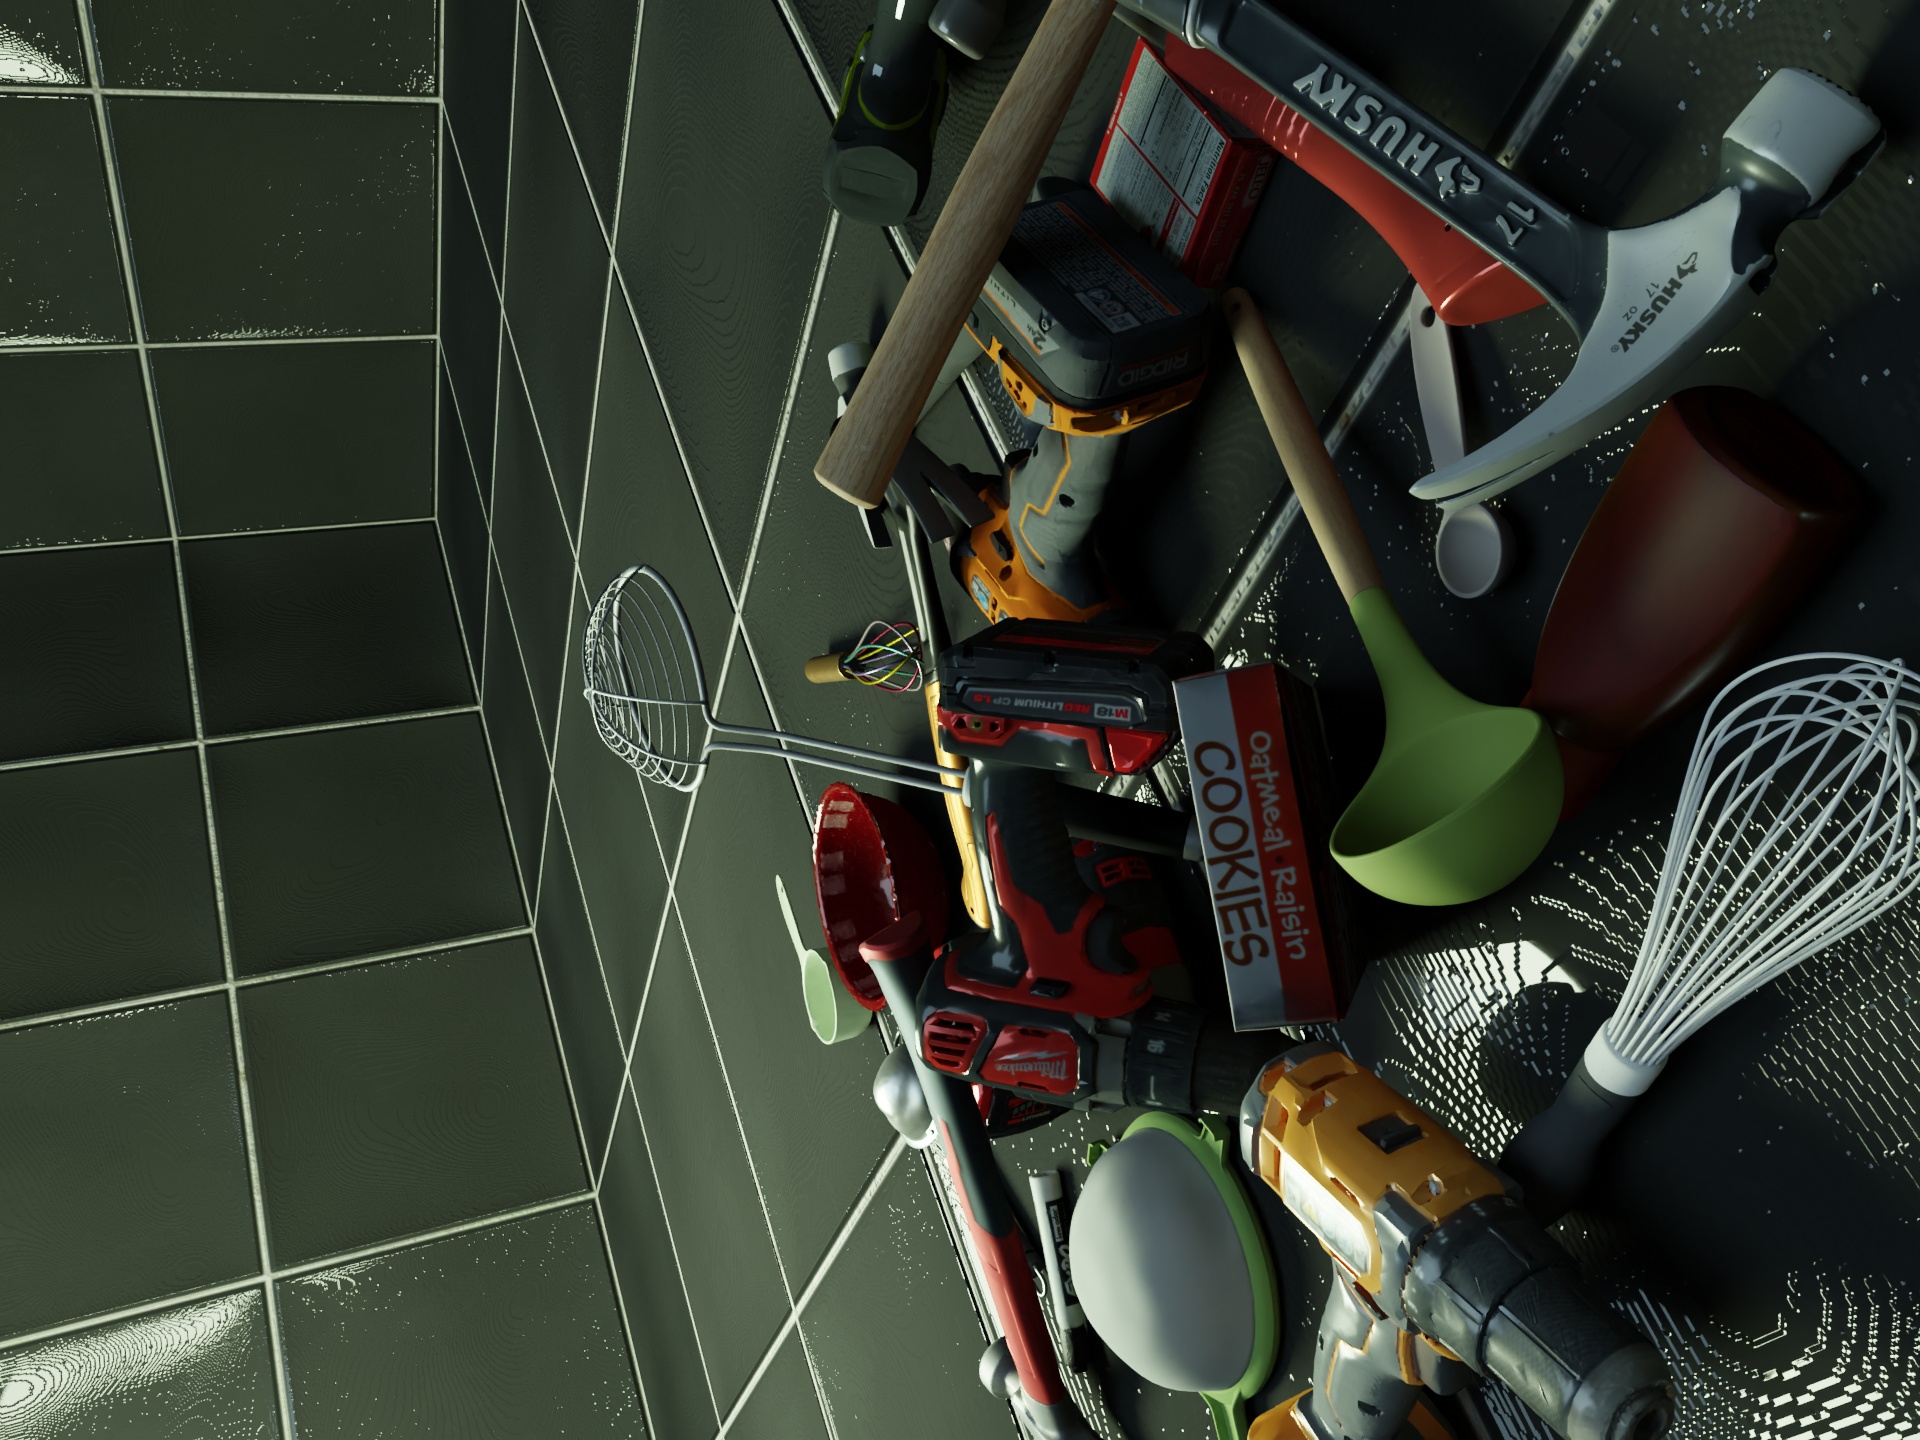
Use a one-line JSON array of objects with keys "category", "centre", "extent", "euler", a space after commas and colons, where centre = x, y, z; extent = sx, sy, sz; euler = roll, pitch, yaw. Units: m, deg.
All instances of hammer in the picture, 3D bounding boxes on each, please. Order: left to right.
[{"category": "hammer", "centre": [-0.004, -0.213, 0.935], "extent": [0.335, 0.035, 0.146], "euler": [151, 110, -64]}, {"category": "hammer", "centre": [-0.001, -0.003, 0.880], "extent": [0.127, 0.034, 0.336], "euler": [48, 157, 47]}, {"category": "hammer", "centre": [0.022, 0.274, 0.873], "extent": [0.143, 0.038, 0.386], "euler": [26, 139, 53]}, {"category": "hammer", "centre": [0.023, -0.242, 0.655], "extent": [0.130, 0.031, 0.331], "euler": [39, 107, 41]}, {"category": "hammer", "centre": [0.095, -0.235, 0.551], "extent": [0.149, 0.036, 0.409], "euler": [-53, 55, 22]}, {"category": "hammer", "centre": [0.112, -0.271, 0.626], "extent": [0.149, 0.036, 0.359], "euler": [-54, 49, 22]}]

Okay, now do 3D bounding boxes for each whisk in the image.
[{"category": "whisk", "centre": [-0.068, -0.043, 1.135], "extent": [0.245, 0.051, 0.047], "euler": [178, 105, -70]}, {"category": "whisk", "centre": [0.223, 0.087, 0.505], "extent": [0.284, 0.070, 0.070], "euler": [100, 151, -44]}]

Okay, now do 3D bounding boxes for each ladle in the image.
[{"category": "ladle", "centre": [0.136, -0.069, 0.585], "extent": [0.078, 0.062, 0.321], "euler": [-34, 45, 25]}]

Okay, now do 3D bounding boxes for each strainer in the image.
[{"category": "strainer", "centre": [-0.007, 0.299, 1.102], "extent": [0.259, 0.050, 0.086], "euler": [46, 124, 48]}, {"category": "strainer", "centre": [0.109, 0.335, 0.816], "extent": [0.151, 0.069, 0.256], "euler": [137, 123, -61]}]

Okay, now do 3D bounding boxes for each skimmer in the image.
[{"category": "skimmer", "centre": [-0.042, 0.006, 0.839], "extent": [0.090, 0.363, 0.127], "euler": [-56, -26, -56]}]

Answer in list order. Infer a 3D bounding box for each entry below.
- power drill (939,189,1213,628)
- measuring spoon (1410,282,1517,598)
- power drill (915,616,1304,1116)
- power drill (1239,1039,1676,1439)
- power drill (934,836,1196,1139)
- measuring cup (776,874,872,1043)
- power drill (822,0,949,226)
[{"category": "power drill", "centre": [0.038, -0.133, 0.772], "extent": [0.164, 0.084, 0.226], "euler": [53, 154, 33]}, {"category": "measuring spoon", "centre": [0.184, -0.105, 0.583], "extent": [0.034, 0.018, 0.124], "euler": [147, 119, -64]}, {"category": "power drill", "centre": [0.072, 0.075, 0.726], "extent": [0.188, 0.080, 0.226], "euler": [7, 106, 20]}, {"category": "power drill", "centre": [0.178, 0.257, 0.596], "extent": [0.185, 0.084, 0.226], "euler": [37, 137, 57]}, {"category": "power drill", "centre": [0.056, 0.159, 0.877], "extent": [0.219, 0.078, 0.143], "euler": [-47, 55, 57]}, {"category": "measuring cup", "centre": [-0.113, 0.187, 1.303], "extent": [0.083, 0.038, 0.168], "euler": [105, 149, -41]}, {"category": "power drill", "centre": [-0.021, -0.398, 0.831], "extent": [0.223, 0.080, 0.171], "euler": [110, 170, -50]}]
